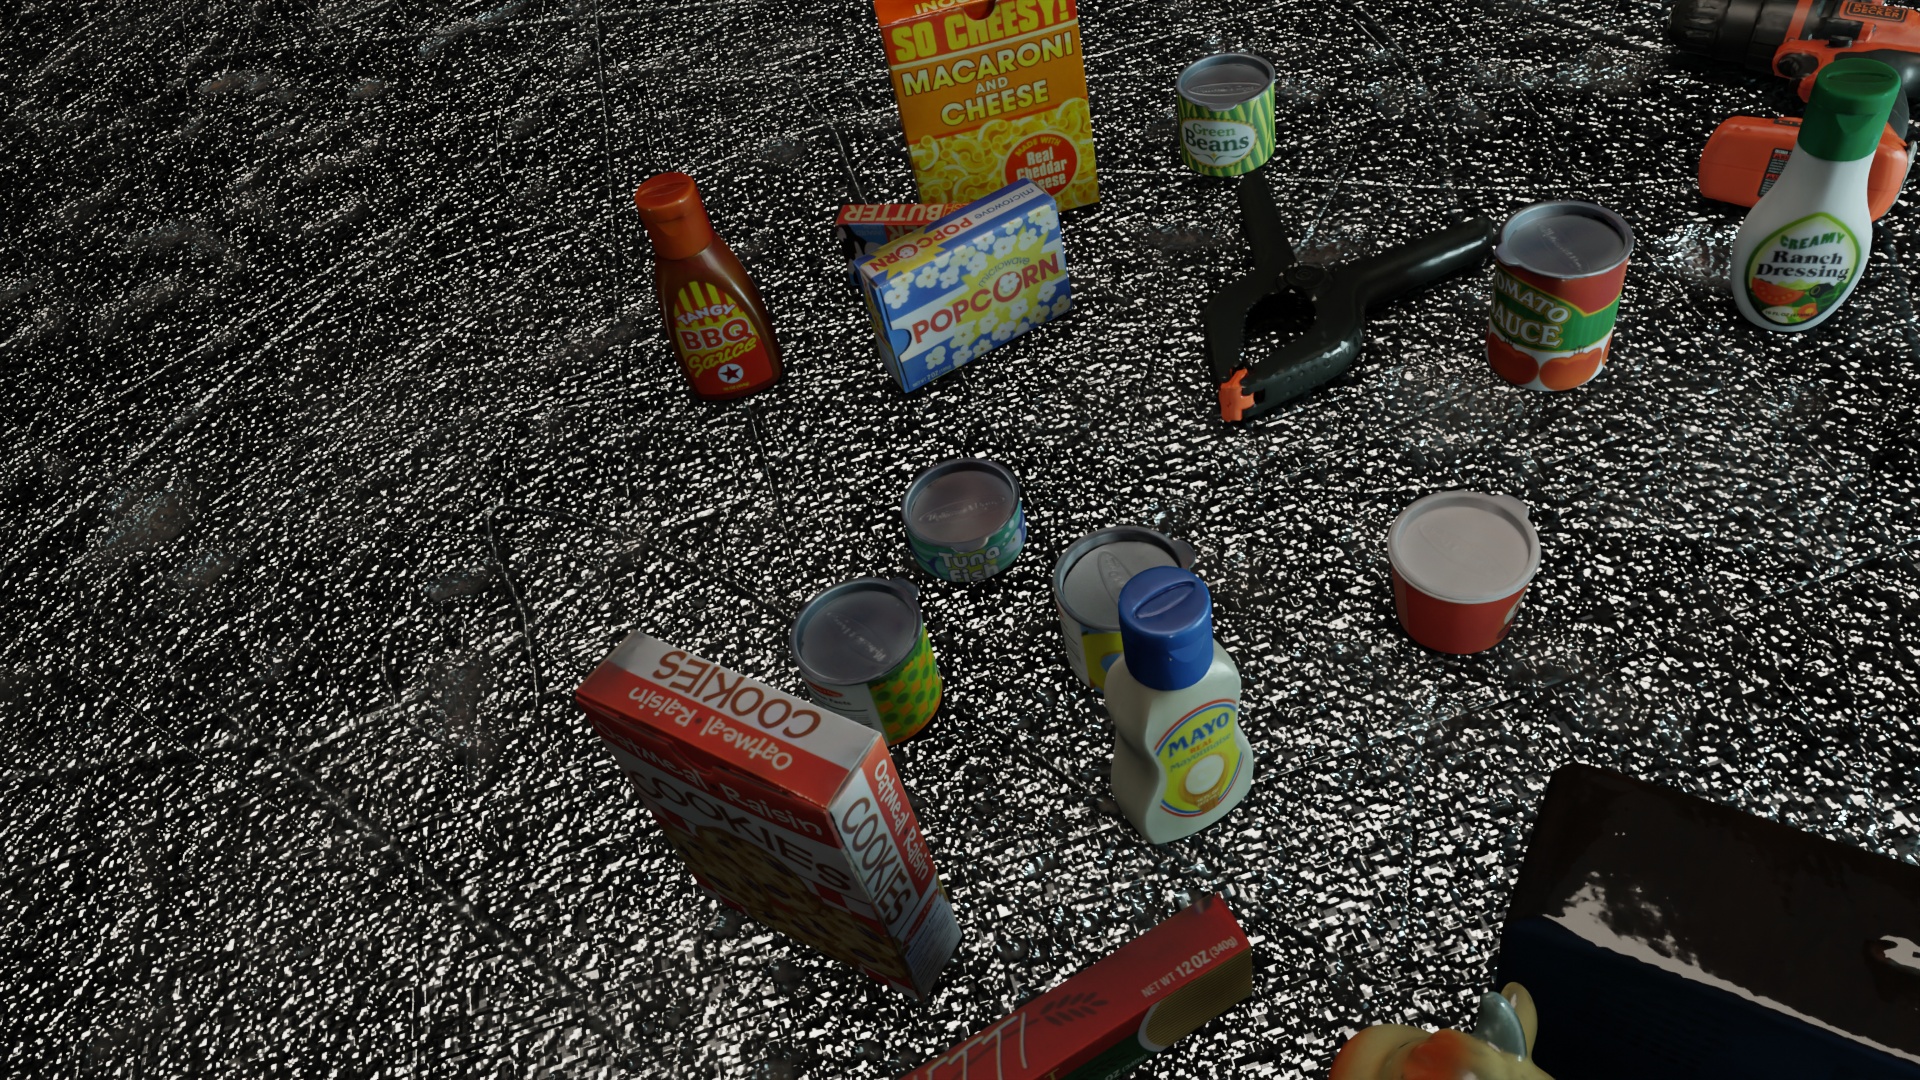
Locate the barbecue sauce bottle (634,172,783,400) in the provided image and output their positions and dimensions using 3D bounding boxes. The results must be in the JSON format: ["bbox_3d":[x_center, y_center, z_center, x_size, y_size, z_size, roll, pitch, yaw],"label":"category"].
[{"bbox_3d":[-0.157,-0.154,0.851,0.065,0.147,0.044,-13,47,2],"label":"barbecue sauce bottle"}]

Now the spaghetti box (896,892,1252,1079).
[{"bbox_3d":[0.005,0.220,0.545,0.250,0.050,0.029,-27,49,-11],"label":"spaghetti box"}]

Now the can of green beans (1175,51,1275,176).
[{"bbox_3d":[0.183,-0.293,0.958,0.071,0.057,0.071,-7,48,8],"label":"can of green beans"}]

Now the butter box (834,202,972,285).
[{"bbox_3d":[-0.027,-0.196,0.923,0.103,0.053,0.024,2,50,15],"label":"butter box"}]

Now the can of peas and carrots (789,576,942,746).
[{"bbox_3d":[-0.044,0.060,0.694,0.071,0.058,0.071,-7,48,8],"label":"can of peas and carrots"}]

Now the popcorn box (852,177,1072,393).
[{"bbox_3d":[0.004,-0.158,0.860,0.127,0.084,0.038,-29,49,-13],"label":"popcorn box"}]

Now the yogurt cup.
[{"bbox_3d":[0.240,0.018,0.669,0.072,0.053,0.073,-7,48,7],"label":"yogurt cup"}]

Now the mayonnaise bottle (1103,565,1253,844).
[{"bbox_3d":[0.091,0.071,0.592,0.065,0.147,0.041,-27,49,-11],"label":"mayonnaise bottle"}]

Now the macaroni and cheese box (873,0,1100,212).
[{"bbox_3d":[0.021,-0.286,0.916,0.124,0.165,0.040,-15,47,0],"label":"macaroni and cheese box"}]

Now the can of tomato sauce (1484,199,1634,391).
[{"bbox_3d":[0.325,-0.133,0.764,0.071,0.082,0.071,-7,48,8],"label":"can of tomato sauce"}]

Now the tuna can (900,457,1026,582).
[{"bbox_3d":[0.003,-0.010,0.763,0.071,0.032,0.071,-7,48,7],"label":"tuna can"}]

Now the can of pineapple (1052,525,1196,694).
[{"bbox_3d":[0.084,0.035,0.687,0.071,0.057,0.071,-7,48,8],"label":"can of pineapple"}]

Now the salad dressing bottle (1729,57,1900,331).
[{"bbox_3d":[0.451,-0.179,0.732,0.064,0.147,0.044,7,51,19],"label":"salad dressing bottle"}]

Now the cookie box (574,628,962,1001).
[{"bbox_3d":[-0.075,0.118,0.576,0.123,0.166,0.040,18,55,27],"label":"cookie box"}]
